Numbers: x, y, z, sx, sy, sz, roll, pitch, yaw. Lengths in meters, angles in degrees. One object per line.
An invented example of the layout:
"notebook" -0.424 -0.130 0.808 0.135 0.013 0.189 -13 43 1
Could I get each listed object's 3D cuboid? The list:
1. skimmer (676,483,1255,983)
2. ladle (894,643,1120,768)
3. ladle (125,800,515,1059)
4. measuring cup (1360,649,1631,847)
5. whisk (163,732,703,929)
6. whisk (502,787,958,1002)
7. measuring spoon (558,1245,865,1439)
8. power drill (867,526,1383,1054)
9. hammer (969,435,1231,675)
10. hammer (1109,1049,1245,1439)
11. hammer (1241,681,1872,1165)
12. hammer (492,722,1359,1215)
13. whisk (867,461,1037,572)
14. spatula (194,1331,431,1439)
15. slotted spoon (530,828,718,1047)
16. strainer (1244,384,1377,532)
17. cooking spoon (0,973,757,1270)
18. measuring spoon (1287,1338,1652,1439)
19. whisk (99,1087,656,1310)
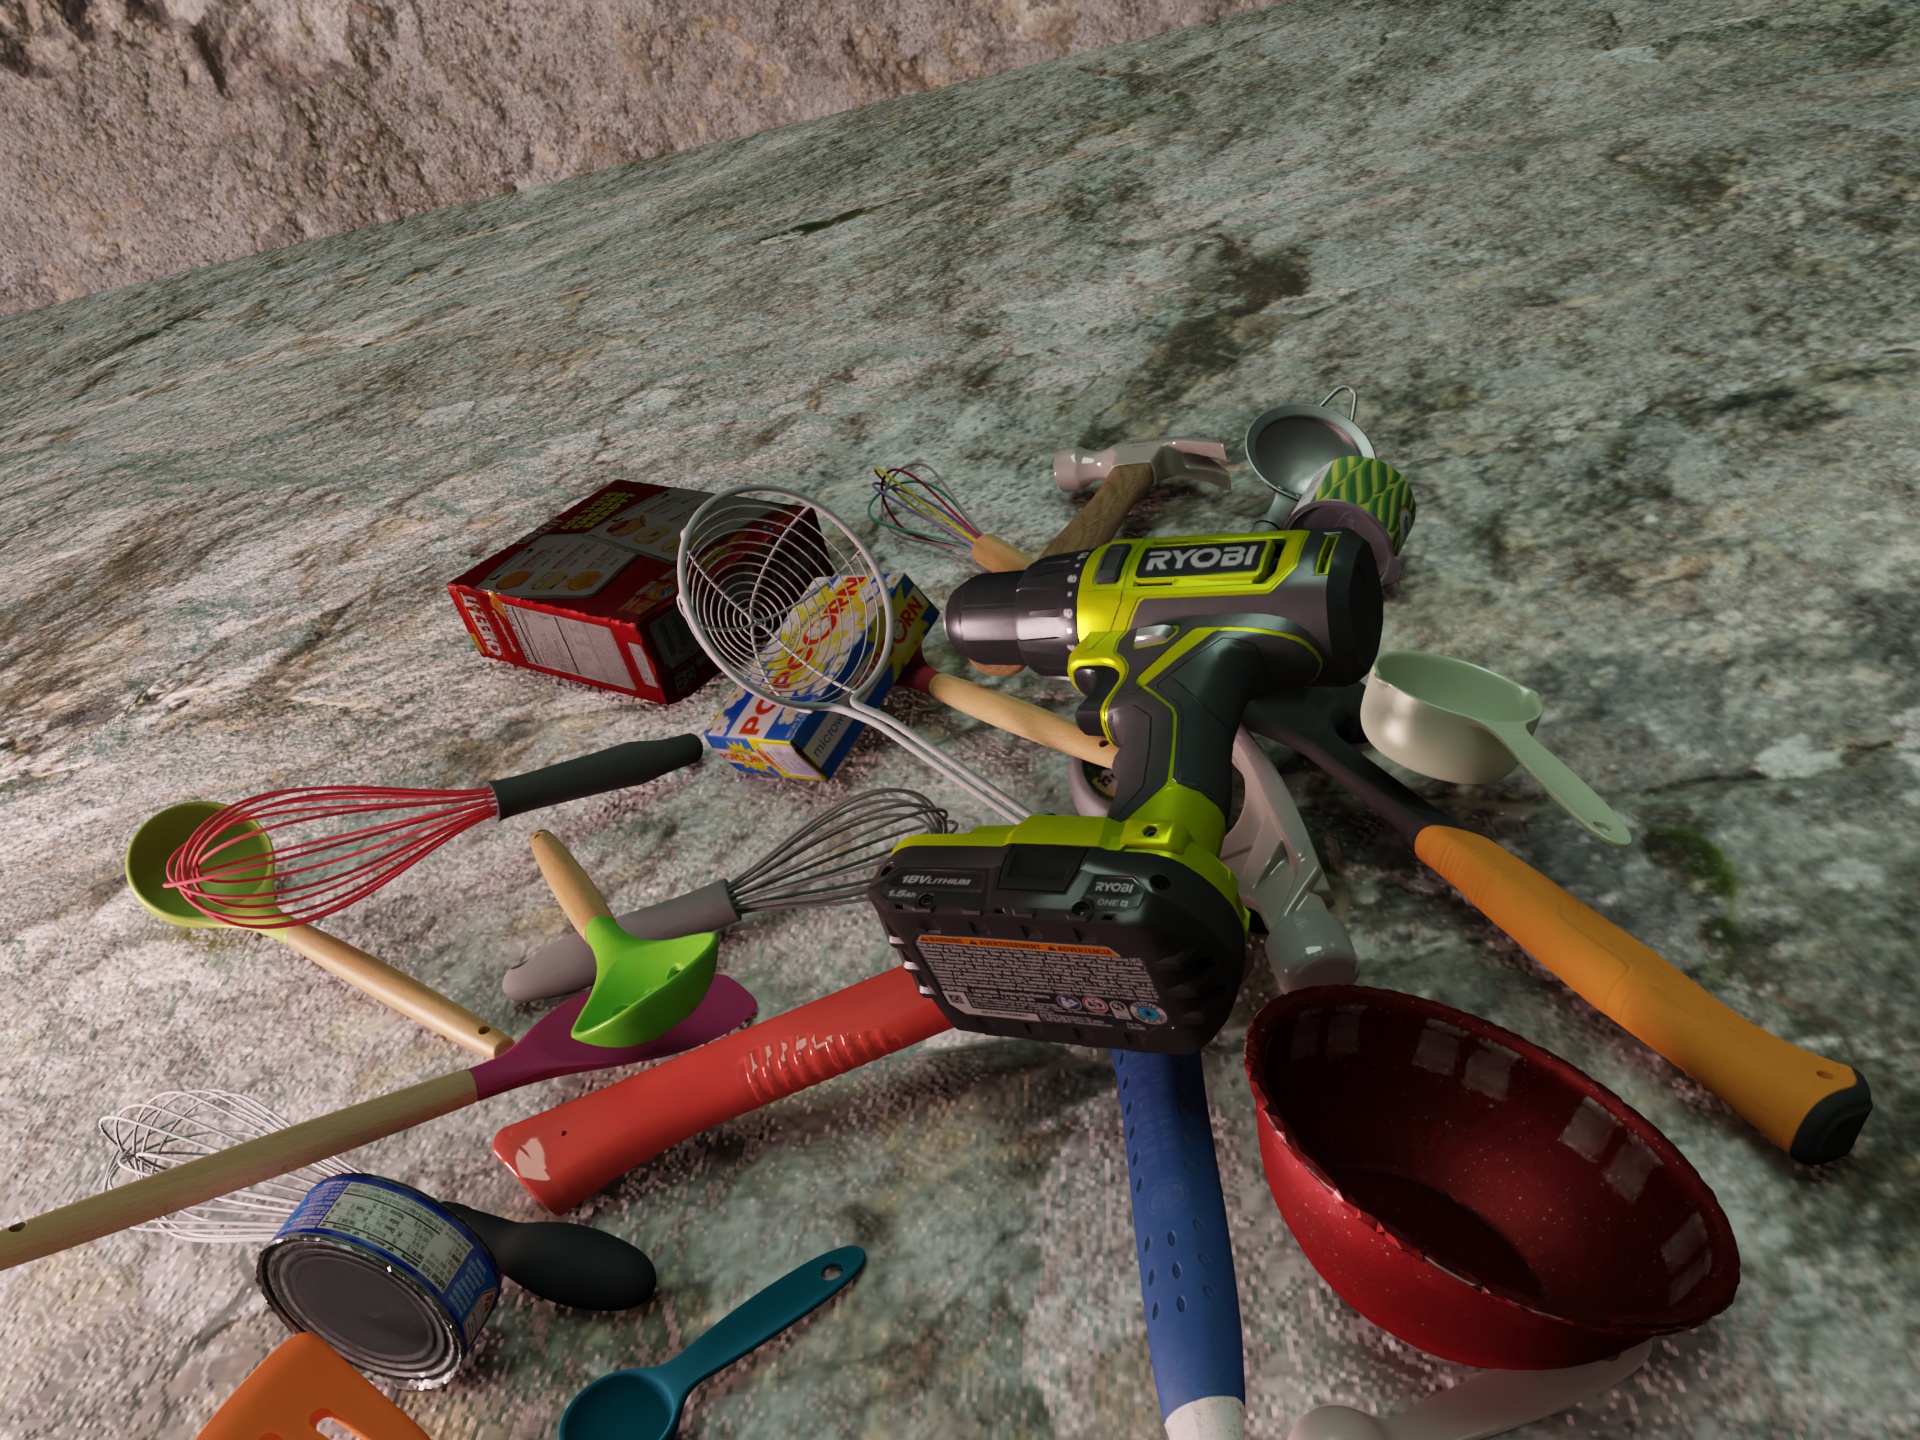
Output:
"skimmer" -0.001 -0.002 0.761 0.127 0.090 0.364 -20 42 -41
"ladle" 0.002 -0.016 0.872 0.069 0.031 0.316 -42 29 -14
"ladle" -0.341 0.112 0.843 0.320 0.062 0.078 16 38 37
"measuring cup" 0.228 0.021 0.677 0.083 0.038 0.168 4 27 -17
"whisk" -0.273 0.050 0.865 0.295 0.073 0.073 -16 27 -33
"whisk" -0.114 0.091 0.785 0.239 0.055 0.055 -22 32 -1
"measuring spoon" -0.085 0.234 0.579 0.128 0.021 0.042 -26 31 -33
"power drill" 0.053 0.011 0.634 0.190 0.080 0.229 0 45 29
"hammer" 0.078 -0.110 0.966 0.130 0.031 0.331 -4 26 25
"hammer" 0.081 0.219 0.482 0.144 0.035 0.406 -28 26 16
"hammer" 0.215 0.065 0.659 0.127 0.034 0.337 -3 28 -28
"hammer" -0.026 0.111 0.658 0.359 0.036 0.149 -23 40 7
"whisk" 0.003 -0.124 1.068 0.051 0.047 0.245 -27 37 -19
"spatula" -0.118 0.272 0.506 0.323 0.041 0.081 3 36 26
"slotted spoon" -0.173 0.092 0.755 0.070 0.031 0.314 -35 21 -15
"strainer" 0.191 -0.121 0.982 0.087 0.050 0.258 28 52 11
"cooking spoon" -0.231 0.163 0.670 0.319 0.017 0.069 -14 27 -34
"measuring spoon" 0.159 0.211 0.497 0.124 0.018 0.034 -19 31 -5
"whisk" -0.249 0.202 0.660 0.285 0.070 0.070 5 37 22
